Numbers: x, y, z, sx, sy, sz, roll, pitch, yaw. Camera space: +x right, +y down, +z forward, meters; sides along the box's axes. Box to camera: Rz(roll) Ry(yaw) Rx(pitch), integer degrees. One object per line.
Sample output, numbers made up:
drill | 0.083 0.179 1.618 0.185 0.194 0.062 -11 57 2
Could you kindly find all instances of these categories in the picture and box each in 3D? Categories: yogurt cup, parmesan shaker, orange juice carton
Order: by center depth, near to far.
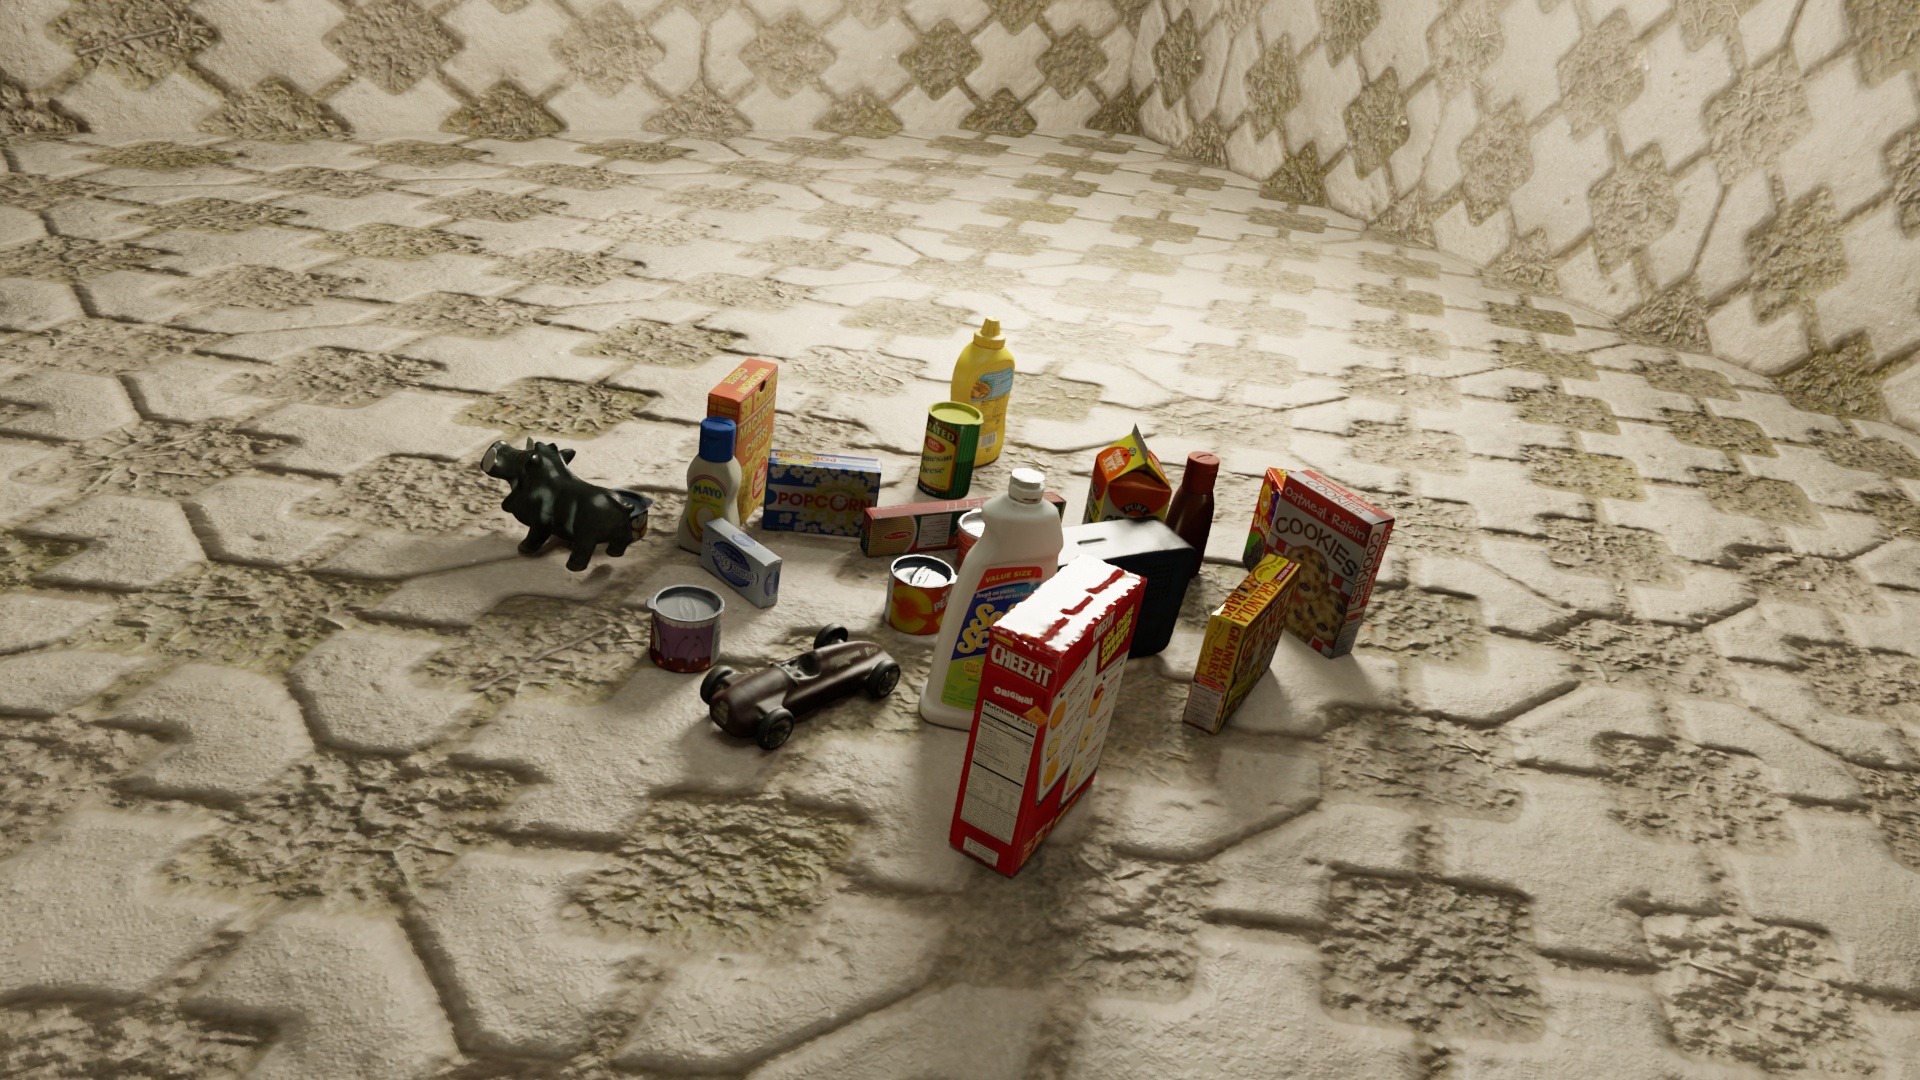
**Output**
orange juice carton | 0.176 -0.026 1.496 0.073 0.191 0.072 6 28 -8
yogurt cup | 0.027 0.006 1.536 0.072 0.053 0.073 8 28 -4
parmesan shaker | -0.011 -0.108 1.685 0.071 0.102 0.071 8 27 -4

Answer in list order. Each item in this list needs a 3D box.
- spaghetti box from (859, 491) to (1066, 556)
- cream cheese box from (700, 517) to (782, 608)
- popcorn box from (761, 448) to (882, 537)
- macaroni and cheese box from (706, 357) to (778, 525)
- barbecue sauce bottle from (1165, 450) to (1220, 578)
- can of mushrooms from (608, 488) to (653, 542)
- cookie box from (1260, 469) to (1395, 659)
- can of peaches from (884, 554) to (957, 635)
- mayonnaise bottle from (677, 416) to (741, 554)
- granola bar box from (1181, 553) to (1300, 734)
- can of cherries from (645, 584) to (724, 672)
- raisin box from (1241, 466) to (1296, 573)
spaghetti box | 0.006 -0.020 1.581 0.251 0.050 0.029 -6 31 -28
cream cheese box | -0.225 0.023 1.423 0.104 0.053 0.024 31 34 35
popcorn box | -0.155 -0.052 1.552 0.127 0.084 0.038 5 28 -9
macaroni and cheese box | -0.243 -0.102 1.531 0.040 0.165 0.124 14 28 7
barbecue sauce bottle | 0.260 -0.028 1.573 0.065 0.147 0.044 -16 37 -40
can of mushrooms | -0.366 -0.027 1.491 0.071 0.033 0.071 8 28 -4
cookie box | 0.387 0.024 1.498 0.040 0.166 0.123 -11 34 -35
can of peaches | -0.040 0.056 1.415 0.071 0.057 0.071 8 28 -4
mayonnaise bottle | -0.260 -0.056 1.459 0.065 0.147 0.041 13 27 5
granola bar box | 0.279 0.099 1.367 0.039 0.123 0.166 22 30 23
can of cherries | -0.258 0.082 1.295 0.071 0.058 0.072 8 28 -4
raisin box | 0.366 -0.011 1.603 0.040 0.122 0.086 6 28 -8
